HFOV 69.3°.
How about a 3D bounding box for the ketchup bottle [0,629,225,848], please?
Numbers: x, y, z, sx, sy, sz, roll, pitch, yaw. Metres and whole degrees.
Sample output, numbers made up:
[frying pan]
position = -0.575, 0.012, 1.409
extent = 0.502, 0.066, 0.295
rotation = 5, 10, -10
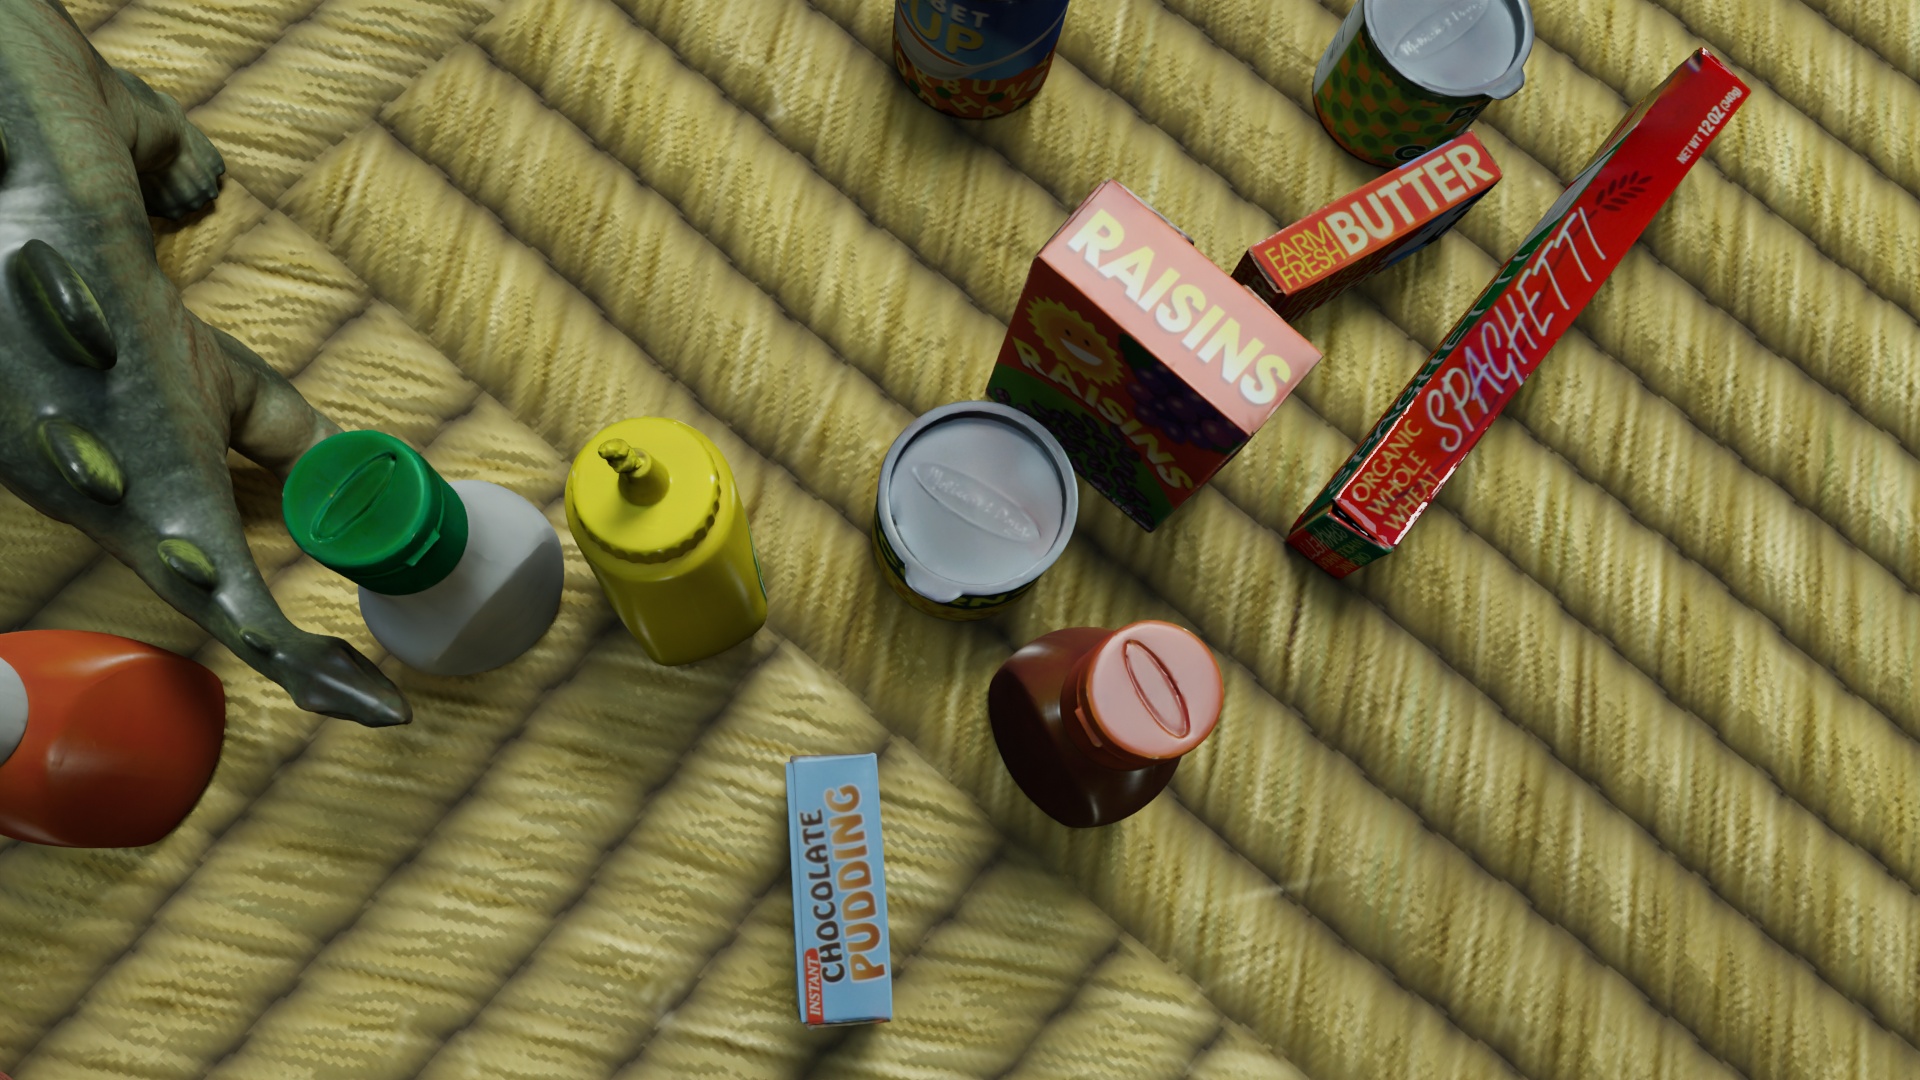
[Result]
[ketchup bottle]
position = -0.262, 0.054, 0.393
extent = 0.043, 0.148, 0.065
rotation = 15, 76, -2

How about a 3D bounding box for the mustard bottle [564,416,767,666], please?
[mustard bottle]
position = -0.088, -0.003, 0.419
extent = 0.049, 0.160, 0.065
rotation = -23, 80, -10

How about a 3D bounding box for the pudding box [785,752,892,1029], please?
[pudding box]
position = -0.040, 0.112, 0.453
extent = 0.030, 0.049, 0.084
rotation = -3, 77, -7

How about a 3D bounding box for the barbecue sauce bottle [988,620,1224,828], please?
[barbecue sauce bottle]
position = 0.042, 0.054, 0.424
extent = 0.044, 0.148, 0.065
rotation = -27, 81, -11

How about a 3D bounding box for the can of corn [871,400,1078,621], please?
[can of corn]
position = 0.002, -0.006, 0.481
extent = 0.071, 0.058, 0.071
rotation = 1, 77, -6

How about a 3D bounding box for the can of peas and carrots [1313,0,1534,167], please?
[can of peas and carrots]
position = 0.181, -0.187, 0.544
extent = 0.071, 0.058, 0.071
rotation = 1, 77, -6

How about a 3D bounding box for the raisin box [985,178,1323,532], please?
[raisin box]
position = 0.059, -0.056, 0.466
extent = 0.086, 0.123, 0.040
rotation = 42, 77, 5

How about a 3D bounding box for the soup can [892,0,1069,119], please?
[soup can]
position = 0.006, -0.205, 0.517
extent = 0.071, 0.083, 0.071
rotation = 1, 77, -6

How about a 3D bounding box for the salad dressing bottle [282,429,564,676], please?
[salad dressing bottle]
position = -0.157, 0.005, 0.416
extent = 0.044, 0.147, 0.064
rotation = 37, 76, 3

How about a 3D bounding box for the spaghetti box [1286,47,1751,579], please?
[spaghetti box]
position = 0.212, -0.087, 0.527
extent = 0.029, 0.050, 0.251
rotation = 40, 76, 4

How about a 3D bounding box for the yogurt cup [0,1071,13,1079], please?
[yogurt cup]
position = -0.312, 0.184, 0.405
extent = 0.072, 0.054, 0.072
rotation = 1, 77, -6

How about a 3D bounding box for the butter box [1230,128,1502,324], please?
[butter box]
position = 0.149, -0.113, 0.525
extent = 0.104, 0.053, 0.024
rotation = -29, 82, -12
